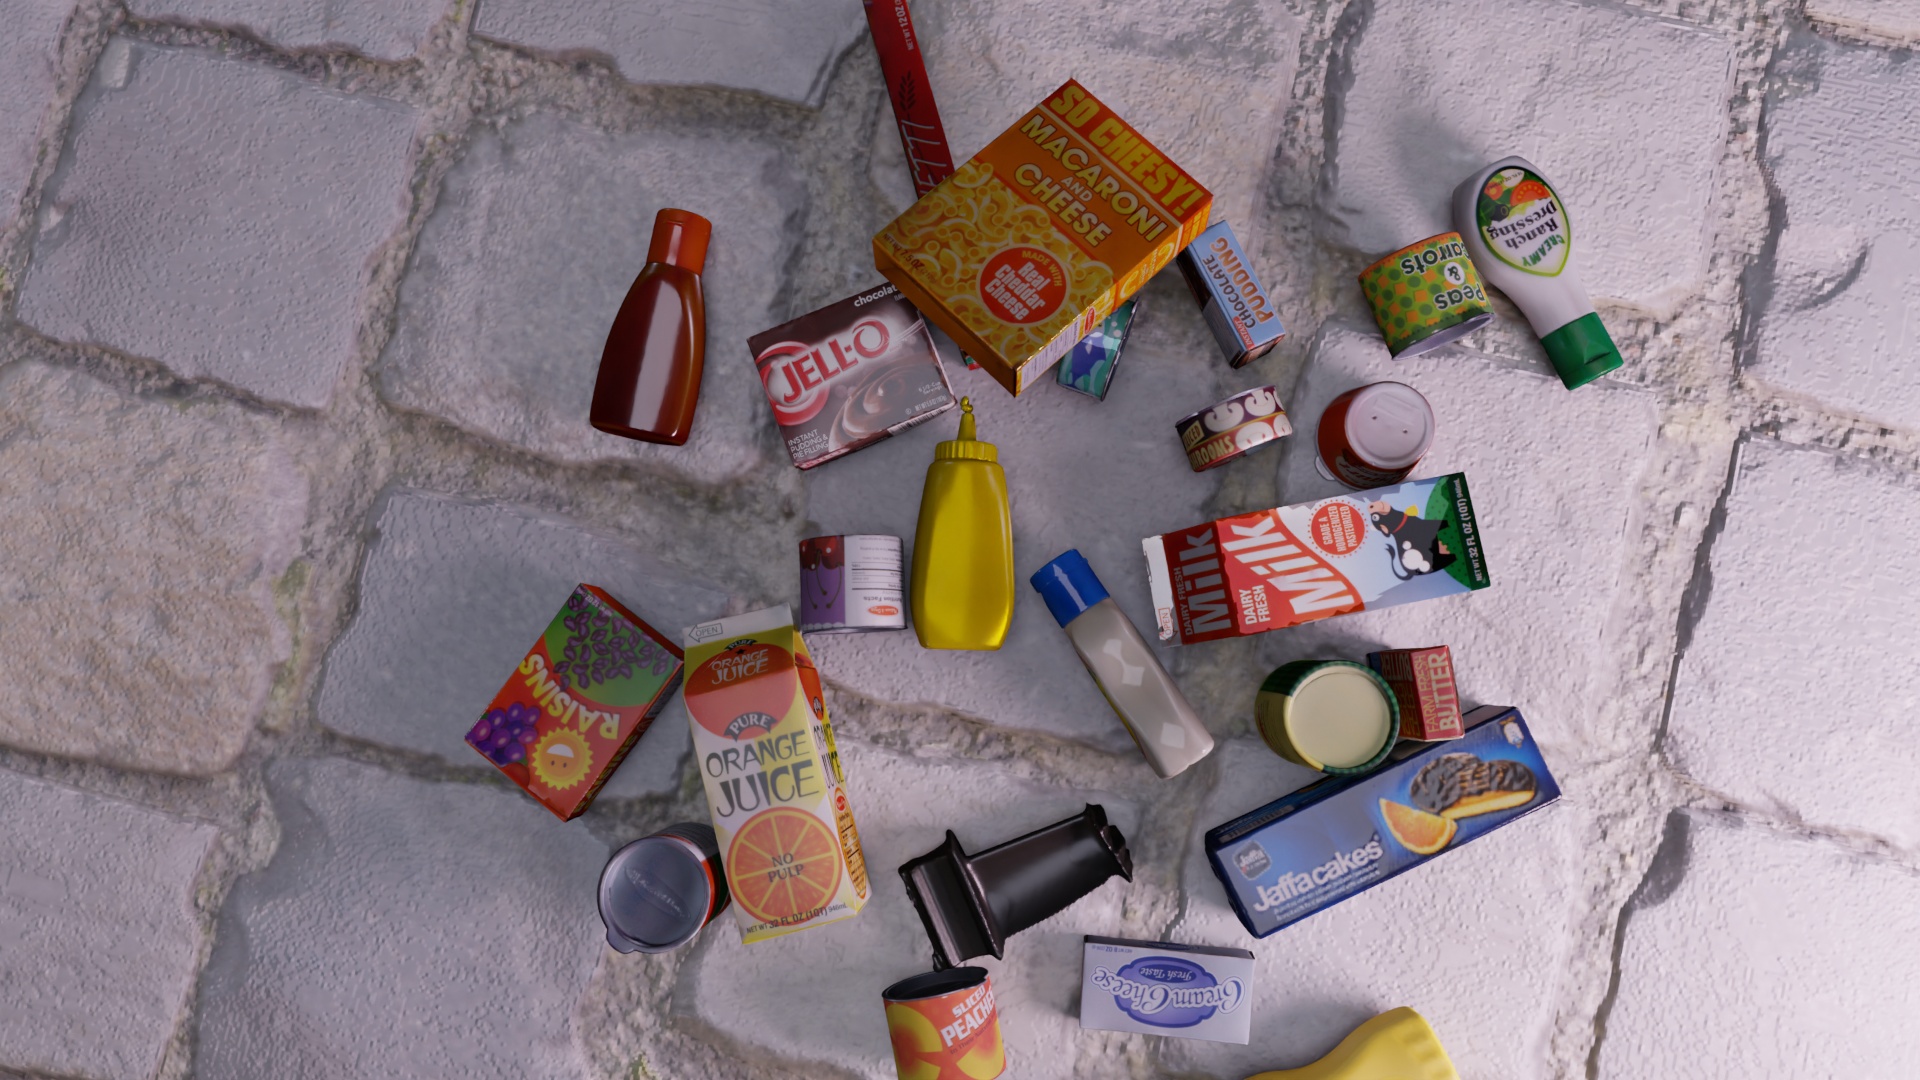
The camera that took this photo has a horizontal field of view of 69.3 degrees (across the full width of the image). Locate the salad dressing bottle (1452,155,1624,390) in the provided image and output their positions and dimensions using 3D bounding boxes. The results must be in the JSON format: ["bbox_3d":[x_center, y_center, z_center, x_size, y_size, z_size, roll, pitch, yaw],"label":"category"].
[{"bbox_3d":[0.363,-0.167,0.870,0.064,0.044,0.147,-26,84,2],"label":"salad dressing bottle"}]

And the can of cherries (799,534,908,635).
[{"bbox_3d":[-0.069,0.028,0.864,0.071,0.071,0.058,-4,84,3],"label":"can of cherries"}]

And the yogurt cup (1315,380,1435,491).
[{"bbox_3d":[0.259,-0.067,0.860,0.072,0.054,0.072,0,84,2],"label":"yogurt cup"}]

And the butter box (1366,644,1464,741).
[{"bbox_3d":[0.266,0.090,0.819,0.024,0.103,0.053,-8,84,2],"label":"butter box"}]

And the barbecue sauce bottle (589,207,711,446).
[{"bbox_3d":[-0.193,-0.138,0.898,0.065,0.043,0.148,11,84,4],"label":"barbecue sauce bottle"}]

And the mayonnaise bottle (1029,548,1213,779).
[{"bbox_3d":[0.098,0.075,0.853,0.041,0.064,0.148,-35,79,3],"label":"mayonnaise bottle"}]

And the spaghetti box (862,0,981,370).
[{"bbox_3d":[-0.017,-0.233,0.895,0.029,0.050,0.250,-16,84,3],"label":"spaghetti box"}]

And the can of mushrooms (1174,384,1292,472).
[{"bbox_3d":[0.167,-0.068,0.858,0.071,0.071,0.033,-21,86,1],"label":"can of mushrooms"}]

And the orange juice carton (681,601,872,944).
[{"bbox_3d":[-0.115,0.138,0.850,0.072,0.073,0.193,-15,83,2],"label":"orange juice carton"}]

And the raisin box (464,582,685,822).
[{"bbox_3d":[-0.239,0.101,0.878,0.086,0.040,0.123,37,88,5],"label":"raisin box"}]

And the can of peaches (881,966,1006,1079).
[{"bbox_3d":[-0.008,0.293,0.830,0.071,0.071,0.058,-11,85,2],"label":"can of peaches"}]

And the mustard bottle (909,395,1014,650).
[{"bbox_3d":[0.003,-0.011,0.871,0.065,0.048,0.160,4,83,-7],"label":"mustard bottle"}]

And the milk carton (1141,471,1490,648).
[{"bbox_3d":[0.210,0.014,0.845,0.191,0.073,0.072,-10,84,2],"label":"milk carton"}]

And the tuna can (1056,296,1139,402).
[{"bbox_3d":[0.086,-0.125,0.868,0.033,0.071,0.071,20,86,5],"label":"tuna can"}]

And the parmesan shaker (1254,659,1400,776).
[{"bbox_3d":[0.216,0.105,0.820,0.071,0.103,0.071,0,85,3],"label":"parmesan shaker"}]

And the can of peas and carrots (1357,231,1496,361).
[{"bbox_3d":[0.289,-0.151,0.859,0.071,0.071,0.059,-21,83,1],"label":"can of peas and carrots"}]

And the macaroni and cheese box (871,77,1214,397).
[{"bbox_3d":[0.049,-0.184,0.836,0.167,0.040,0.124,-42,75,-14],"label":"macaroni and cheese box"}]

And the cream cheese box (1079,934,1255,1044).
[{"bbox_3d":[0.125,0.274,0.848,0.104,0.024,0.053,4,86,4],"label":"cream cheese box"}]

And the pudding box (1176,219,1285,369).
[{"bbox_3d":[0.169,-0.155,0.876,0.030,0.049,0.084,-26,83,-1],"label":"pudding box"}]

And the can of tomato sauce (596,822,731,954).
[{"bbox_3d":[-0.175,0.210,0.841,0.071,0.083,0.071,0,85,3],"label":"can of tomato sauce"}]
